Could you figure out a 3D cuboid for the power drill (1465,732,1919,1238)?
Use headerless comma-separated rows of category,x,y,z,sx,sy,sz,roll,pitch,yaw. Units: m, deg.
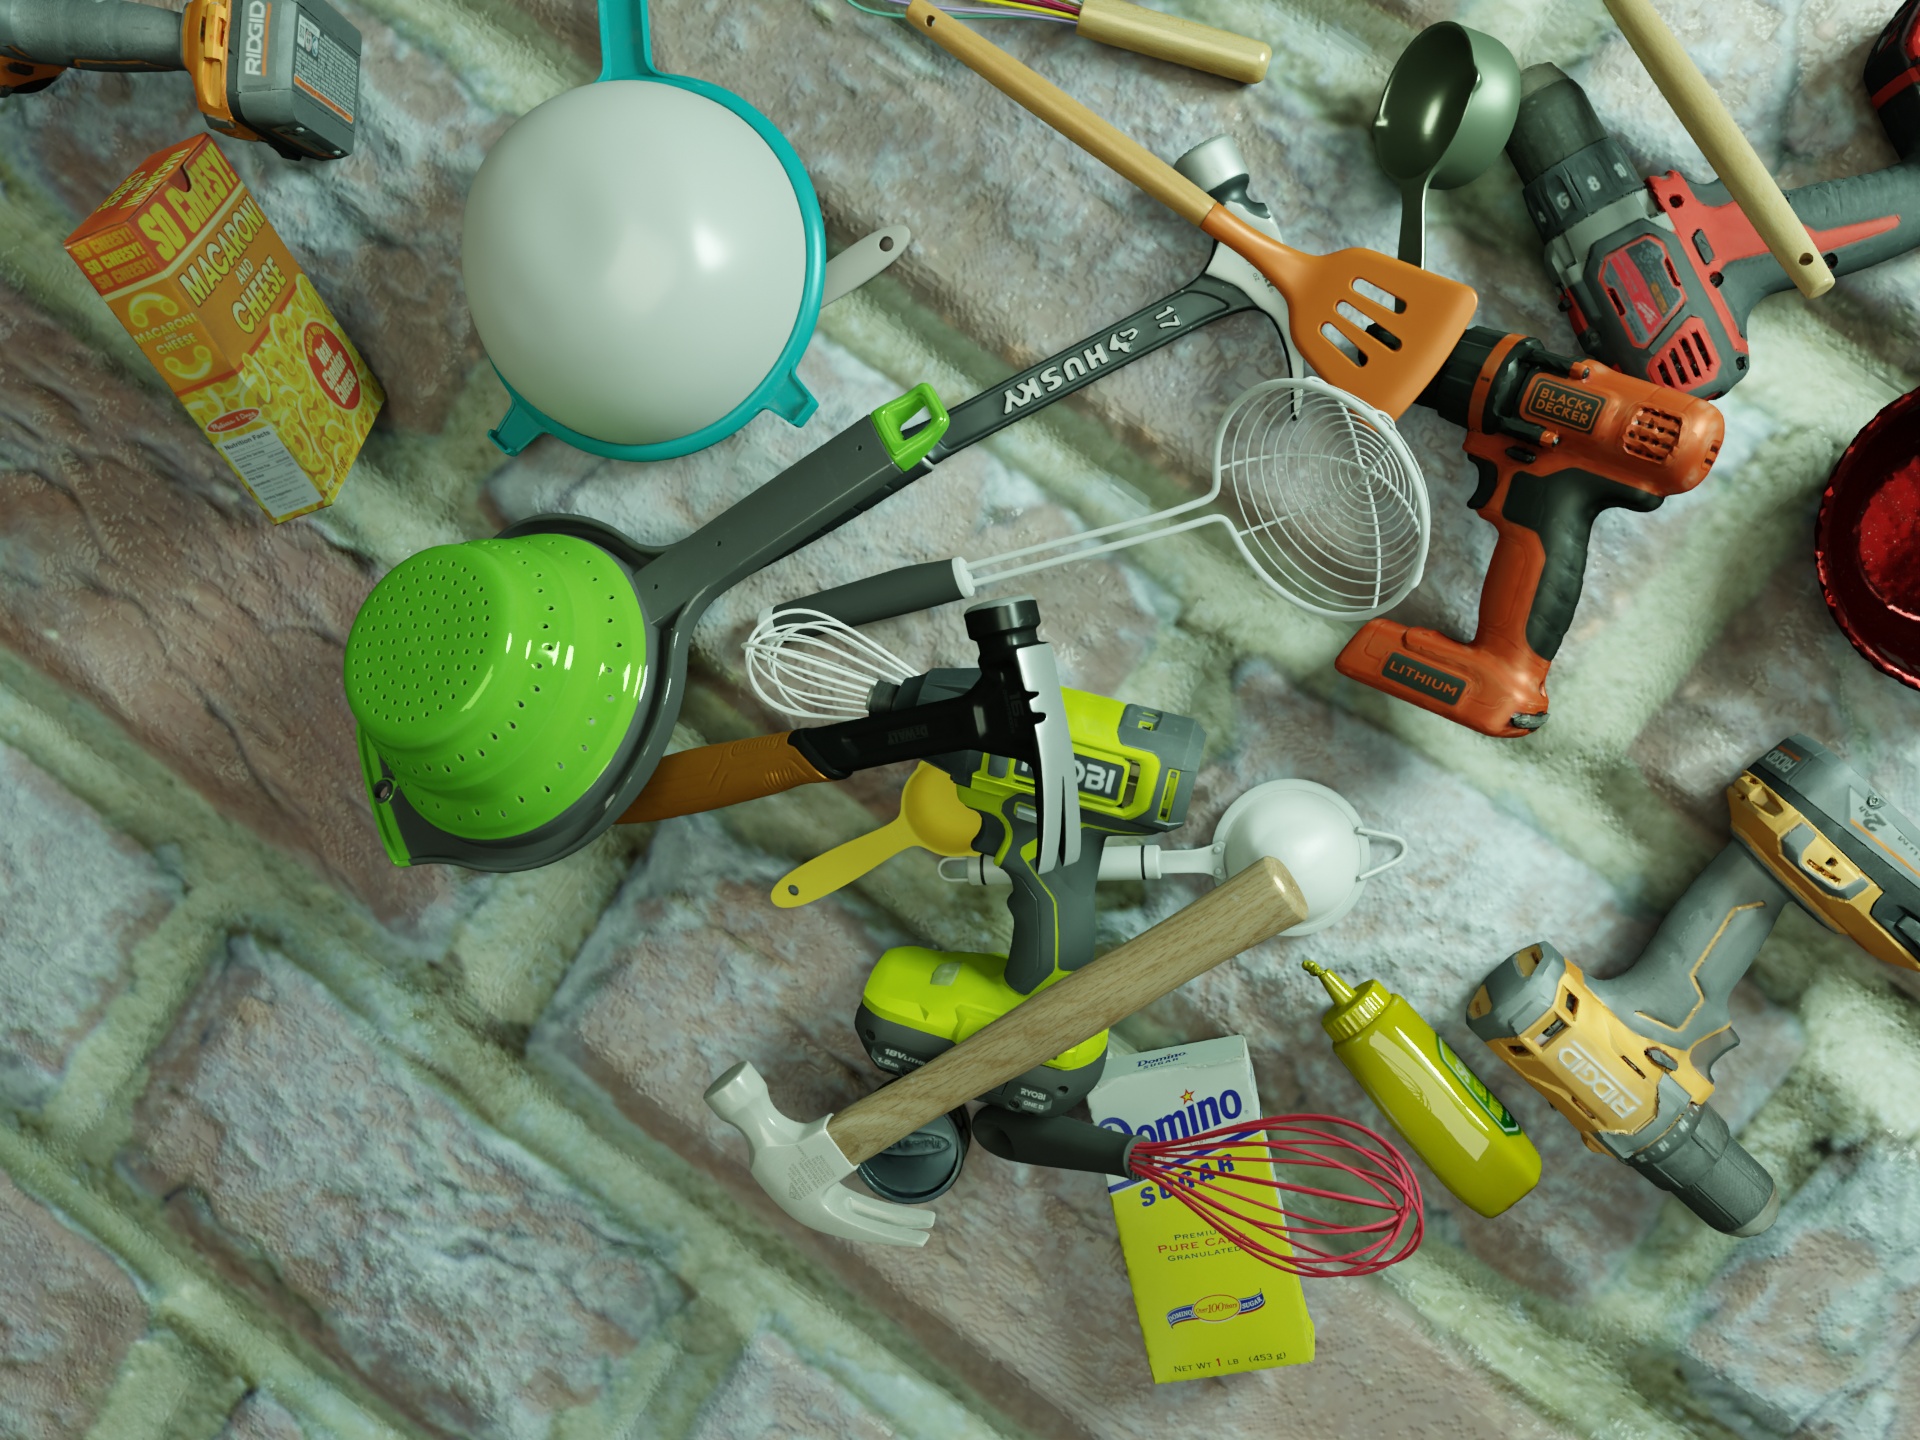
power drill,0.404,0.143,0.812,0.185,0.084,0.226,44,105,1

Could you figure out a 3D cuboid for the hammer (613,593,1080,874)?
hammer,-0.087,0.029,0.822,0.337,0.034,0.127,-11,91,38

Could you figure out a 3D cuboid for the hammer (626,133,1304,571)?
hammer,-0.007,-0.150,0.864,0.409,0.036,0.149,-26,93,11

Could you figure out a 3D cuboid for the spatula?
spatula,0.103,-0.266,0.791,0.322,0.041,0.081,36,111,3

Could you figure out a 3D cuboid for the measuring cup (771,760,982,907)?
measuring cup,-0.042,0.067,0.904,0.156,0.029,0.062,-29,96,22

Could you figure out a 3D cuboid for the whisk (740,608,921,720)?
whisk,-0.001,-0.003,0.865,0.246,0.059,0.058,19,83,-4

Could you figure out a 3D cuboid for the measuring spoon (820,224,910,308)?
measuring spoon,-0.081,-0.236,0.873,0.124,0.018,0.034,-30,91,12

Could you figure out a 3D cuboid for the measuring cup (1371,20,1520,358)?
measuring cup,0.240,-0.257,0.788,0.038,0.083,0.167,3,92,-21

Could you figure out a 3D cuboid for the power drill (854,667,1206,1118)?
power drill,0.021,0.084,0.838,0.171,0.080,0.223,14,113,9

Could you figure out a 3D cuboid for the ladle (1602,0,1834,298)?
ladle,0.311,-0.328,0.732,0.078,0.062,0.320,-29,70,19

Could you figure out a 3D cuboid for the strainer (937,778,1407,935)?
strainer,0.112,0.079,0.870,0.258,0.050,0.087,-3,94,13

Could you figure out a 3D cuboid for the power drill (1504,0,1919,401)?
power drill,0.389,-0.272,0.768,0.226,0.080,0.188,-27,89,14

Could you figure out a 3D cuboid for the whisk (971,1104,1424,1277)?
whisk,0.105,0.225,0.805,0.296,0.073,0.073,-5,98,50

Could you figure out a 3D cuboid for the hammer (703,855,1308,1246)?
hammer,0.029,0.166,0.806,0.331,0.031,0.130,-33,97,20

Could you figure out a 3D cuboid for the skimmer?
skimmer,0.053,-0.079,0.817,0.363,0.090,0.127,-13,112,17

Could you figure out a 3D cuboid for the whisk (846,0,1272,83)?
whisk,0.041,-0.371,0.827,0.245,0.047,0.051,17,113,3

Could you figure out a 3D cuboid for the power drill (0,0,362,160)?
power drill,-0.451,-0.364,0.860,0.226,0.164,0.084,7,98,-4

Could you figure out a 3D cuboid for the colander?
colander,-0.188,-0.070,0.828,0.397,0.094,0.205,-32,63,12

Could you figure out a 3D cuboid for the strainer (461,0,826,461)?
strainer,-0.188,-0.311,0.835,0.211,0.095,0.340,-3,93,15
